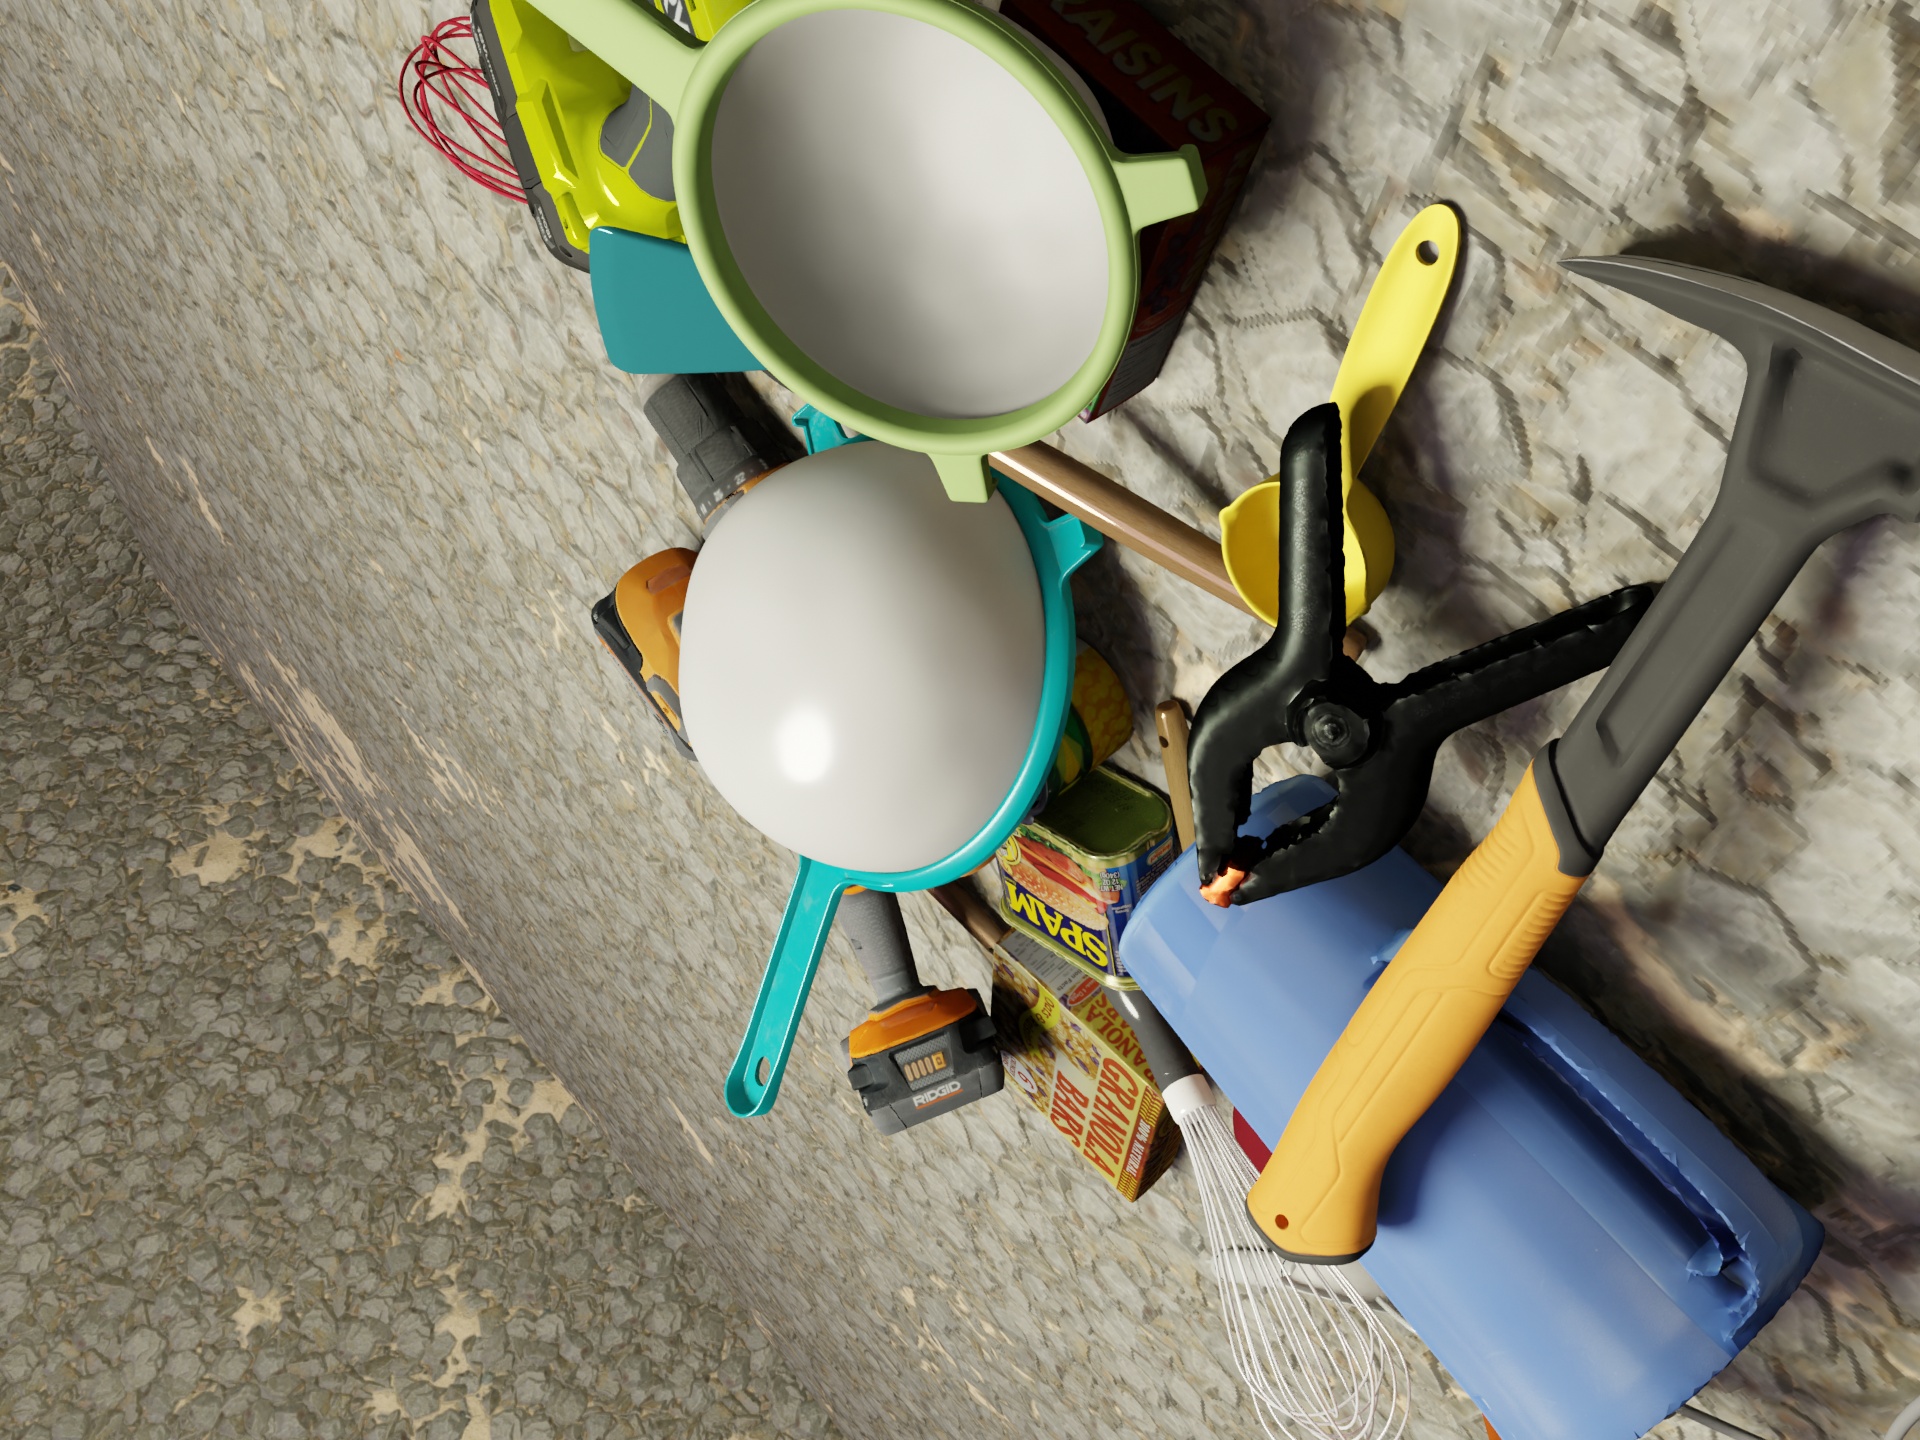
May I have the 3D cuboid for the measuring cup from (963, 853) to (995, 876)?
[{"bbox_3d":[-0.001,-0.002,0.775,0.052,0.095,0.173,24,122,33],"label":"measuring cup"}]

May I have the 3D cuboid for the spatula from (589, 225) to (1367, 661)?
[{"bbox_3d":[0.004,-0.097,0.593,0.317,0.044,0.082,31,154,10],"label":"spatula"}]

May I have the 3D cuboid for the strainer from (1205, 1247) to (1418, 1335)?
[{"bbox_3d":[0.183,0.291,0.843,0.087,0.050,0.258,11,161,-12],"label":"strainer"}]

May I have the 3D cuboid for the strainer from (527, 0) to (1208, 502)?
[{"bbox_3d":[-0.050,-0.191,0.484,0.256,0.069,0.151,36,141,-3],"label":"strainer"}]

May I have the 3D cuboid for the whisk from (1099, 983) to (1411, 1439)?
[{"bbox_3d":[0.124,0.208,0.752,0.070,0.070,0.285,96,154,-53],"label":"whisk"}]

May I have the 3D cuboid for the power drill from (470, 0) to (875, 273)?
[{"bbox_3d":[-0.114,-0.262,0.605,0.223,0.080,0.171,9,120,61],"label":"power drill"}]

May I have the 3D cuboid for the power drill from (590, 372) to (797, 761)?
[{"bbox_3d":[-0.136,-0.083,0.884,0.185,0.084,0.226,55,149,-1],"label":"power drill"}]

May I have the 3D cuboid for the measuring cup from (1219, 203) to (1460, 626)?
[{"bbox_3d":[0.129,-0.094,0.507,0.062,0.029,0.156,37,137,22],"label":"measuring cup"}]

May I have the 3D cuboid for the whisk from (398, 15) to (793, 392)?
[{"bbox_3d":[-0.164,-0.246,0.762,0.296,0.073,0.073,41,151,14],"label":"whisk"}]

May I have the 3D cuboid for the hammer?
[{"bbox_3d":[0.157,0.039,0.462,0.127,0.034,0.336,40,127,27],"label":"hammer"}]

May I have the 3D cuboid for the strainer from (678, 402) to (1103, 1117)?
[{"bbox_3d":[-0.078,0.029,0.702,0.211,0.095,0.340,30,107,40],"label":"strainer"}]

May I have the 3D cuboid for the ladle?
[{"bbox_3d":[0.131,0.126,0.751,0.069,0.031,0.315,23,139,51],"label":"ladle"}]

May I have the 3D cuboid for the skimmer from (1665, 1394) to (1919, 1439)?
[{"bbox_3d":[0.306,0.238,0.585,0.127,0.090,0.363,29,166,-8],"label":"skimmer"}]

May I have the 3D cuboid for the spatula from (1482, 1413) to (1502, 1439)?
[{"bbox_3d":[0.156,0.213,0.680,0.323,0.041,0.080,52,178,43],"label":"spatula"}]

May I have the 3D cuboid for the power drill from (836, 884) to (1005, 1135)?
[{"bbox_3d":[-0.051,0.105,0.875,0.164,0.084,0.226,114,135,-83],"label":"power drill"}]

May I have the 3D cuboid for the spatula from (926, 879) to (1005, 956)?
[{"bbox_3d":[-0.073,0.042,0.991,0.316,0.018,0.059,43,147,23],"label":"spatula"}]
